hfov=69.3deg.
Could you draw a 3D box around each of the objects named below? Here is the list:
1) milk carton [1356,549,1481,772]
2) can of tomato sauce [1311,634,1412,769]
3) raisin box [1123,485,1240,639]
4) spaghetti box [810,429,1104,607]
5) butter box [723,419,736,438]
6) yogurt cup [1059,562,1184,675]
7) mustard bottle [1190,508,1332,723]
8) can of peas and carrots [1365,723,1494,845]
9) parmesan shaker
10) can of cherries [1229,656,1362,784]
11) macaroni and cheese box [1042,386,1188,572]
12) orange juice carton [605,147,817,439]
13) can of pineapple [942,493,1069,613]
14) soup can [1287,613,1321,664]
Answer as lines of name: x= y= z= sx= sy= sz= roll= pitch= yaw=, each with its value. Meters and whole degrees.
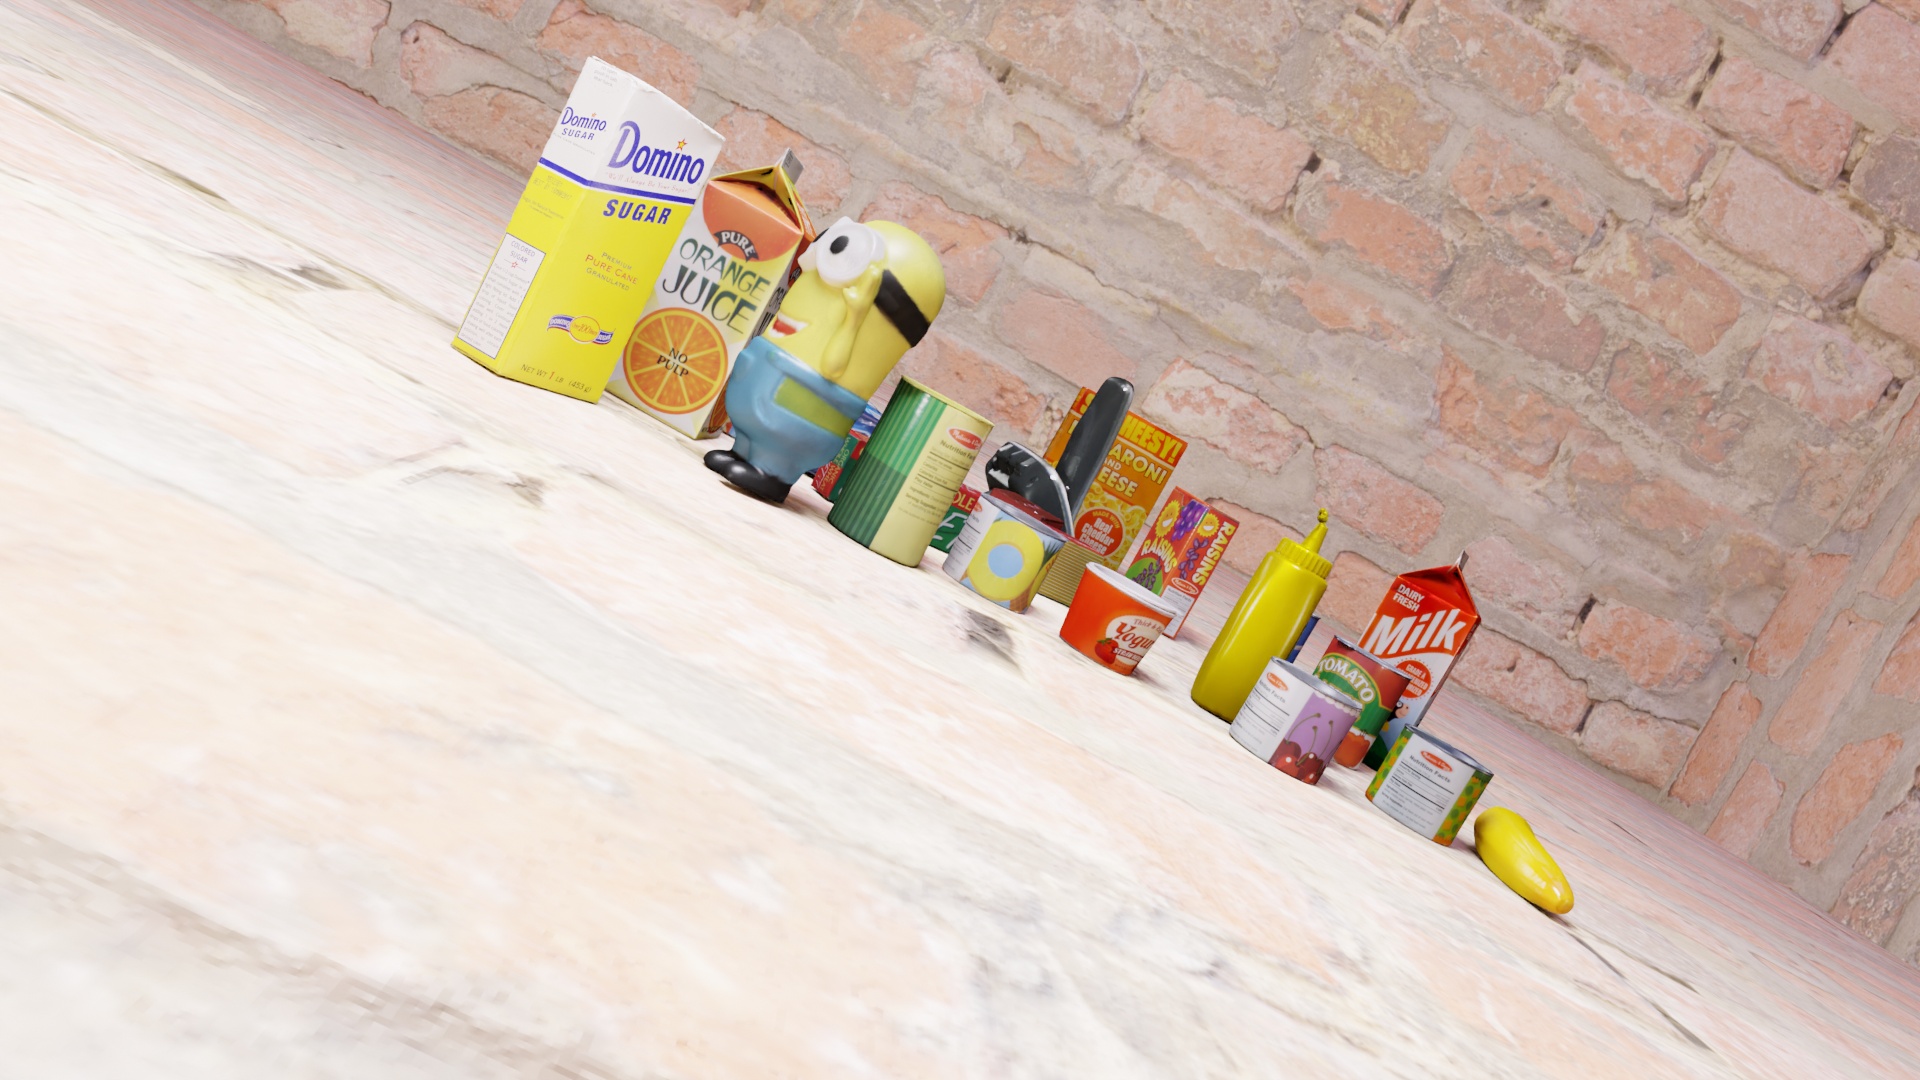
milk carton: x=0.372 y=0.094 z=1.156 sx=0.073 sy=0.190 sz=0.072 roll=32 pitch=6 yaw=22
can of tomato sauce: x=0.296 y=0.124 z=1.070 sx=0.071 sy=0.083 sz=0.071 roll=29 pitch=6 yaw=-3
raisin box: x=0.196 y=0.019 z=1.279 sx=0.040 sy=0.123 sz=0.086 roll=27 pitch=6 yaw=-18
spaghetti box: x=0.004 y=-0.013 z=1.024 sx=0.250 sy=0.050 sz=0.029 roll=24 pitch=8 yaw=-35
butter box: x=-0.168 y=-0.107 z=1.003 sx=0.103 sy=0.053 sz=0.024 roll=29 pitch=6 yaw=-2
yogurt cup: x=0.101 y=0.053 z=0.918 sx=0.072 sy=0.054 sz=0.072 roll=29 pitch=6 yaw=-3
mustard bottle: x=0.216 y=0.050 z=0.960 sx=0.049 sy=0.160 sz=0.065 roll=30 pitch=6 yaw=4
can of peas and carrots: x=0.322 y=0.168 z=0.955 sx=0.071 sy=0.058 sz=0.071 roll=29 pitch=6 yaw=-3
parmesan shaker: x=-0.034 y=-0.044 z=0.871 sx=0.071 sy=0.103 sz=0.071 roll=29 pitch=6 yaw=-3
can of cherries: x=0.218 y=0.117 z=0.900 sx=0.071 sy=0.058 sz=0.071 roll=29 pitch=6 yaw=-3
macaroni and cheese box: x=0.140 y=-0.058 z=1.437 sx=0.124 sy=0.166 sz=0.040 roll=28 pitch=6 yaw=-5
orange juice carton: x=-0.153 y=-0.167 z=0.916 sx=0.073 sy=0.192 sz=0.072 roll=29 pitch=6 yaw=0
can of pineapple: x=0.031 y=0.010 z=0.934 sx=0.071 sy=0.058 sz=0.071 roll=29 pitch=6 yaw=-3
soup can: x=0.267 y=0.087 z=1.230 sx=0.071 sy=0.083 sz=0.071 roll=29 pitch=6 yaw=-3
